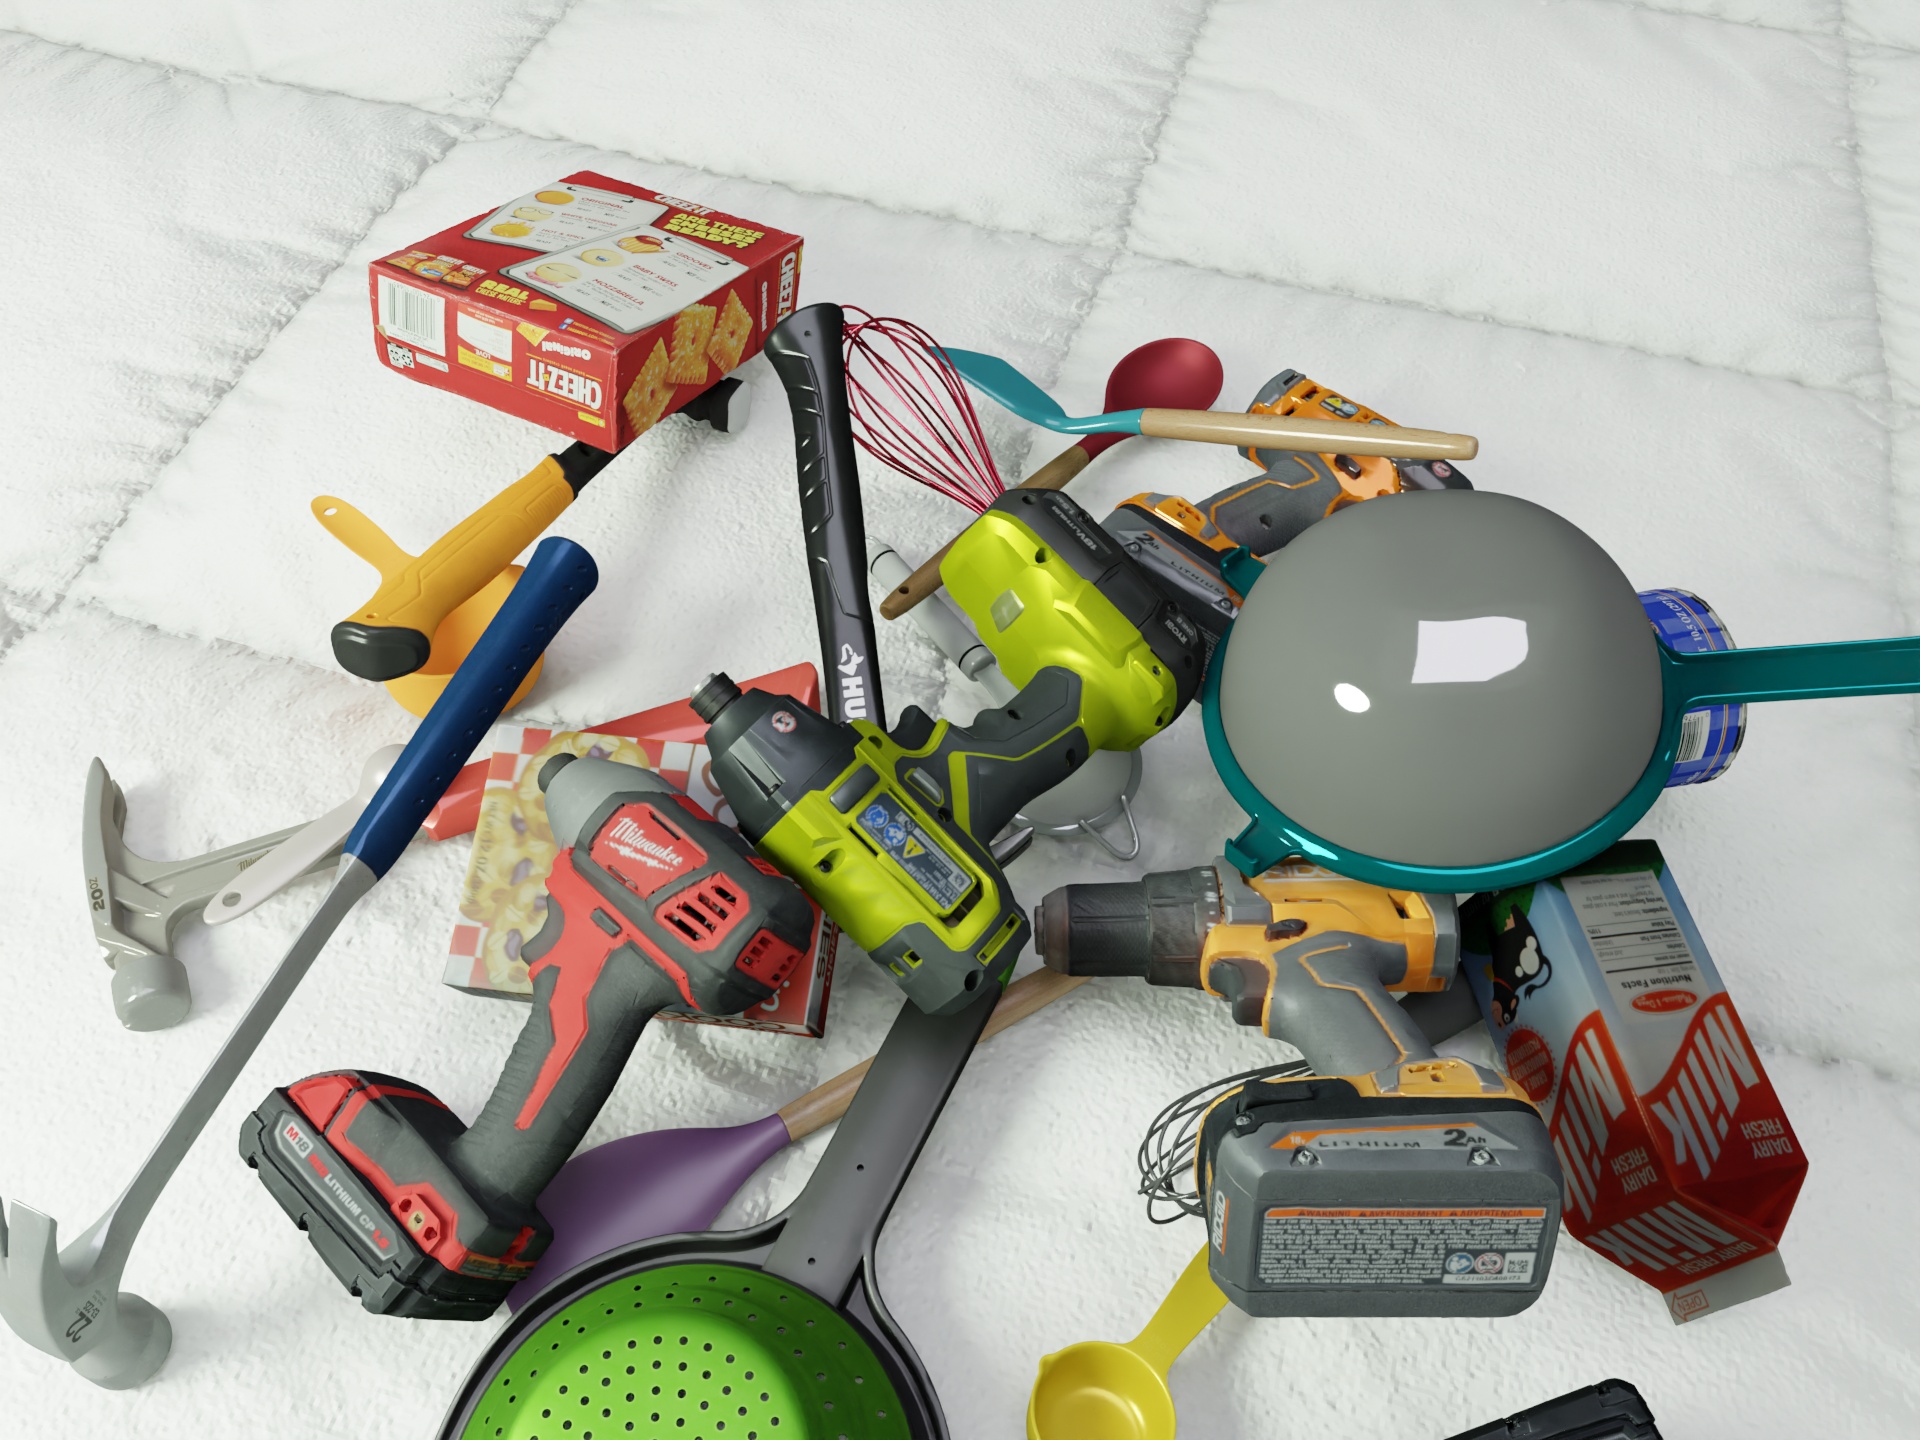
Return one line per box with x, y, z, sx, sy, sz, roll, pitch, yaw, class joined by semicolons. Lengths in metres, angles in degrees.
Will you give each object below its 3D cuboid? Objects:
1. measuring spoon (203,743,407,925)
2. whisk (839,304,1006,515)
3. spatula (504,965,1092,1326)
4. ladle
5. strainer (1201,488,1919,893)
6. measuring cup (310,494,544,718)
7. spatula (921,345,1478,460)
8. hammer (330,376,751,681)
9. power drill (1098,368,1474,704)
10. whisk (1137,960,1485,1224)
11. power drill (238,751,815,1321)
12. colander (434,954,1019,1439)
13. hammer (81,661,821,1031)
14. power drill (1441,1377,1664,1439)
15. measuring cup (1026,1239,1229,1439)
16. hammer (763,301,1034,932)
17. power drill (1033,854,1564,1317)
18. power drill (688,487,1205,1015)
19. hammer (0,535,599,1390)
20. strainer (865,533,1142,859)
-0.302;0.051;0.745;0.034;0.018;0.124;34;60;23;measuring spoon
0.012;-0.124;0.860;0.073;0.073;0.296;-30;66;-23;whisk
-0.057;0.167;0.707;0.316;0.018;0.060;-24;59;-19;spatula
0.056;-0.144;0.934;0.069;0.031;0.315;31;52;23;ladle
0.272;-0.039;0.687;0.340;0.095;0.211;-3;50;13;strainer
-0.295;-0.063;0.859;0.174;0.052;0.095;37;59;26;measuring cup
0.126;-0.173;0.874;0.318;0.044;0.082;12;13;31;spatula
-0.237;-0.124;0.868;0.127;0.034;0.337;16;38;10;hammer
0.189;-0.102;0.891;0.164;0.084;0.226;35;54;23;power drill
0.174;0.156;0.710;0.239;0.055;0.055;-24;56;-25;whisk
-0.176;0.120;0.650;0.143;0.078;0.220;36;83;26;power drill
-0.067;0.214;0.605;0.204;0.094;0.397;22;58;14;colander
-0.243;0.030;0.797;0.359;0.036;0.149;-18;55;-15;hammer
0.206;0.362;0.529;0.188;0.080;0.227;-14;57;-12;power drill
0.084;0.252;0.647;0.062;0.029;0.156;35;47;23;measuring cup
-0.054;-0.062;0.807;0.146;0.035;0.335;-7;72;-3;hammer
0.125;0.128;0.641;0.185;0.084;0.226;0;27;1;power drill
-0.001;-0.002;0.713;0.171;0.080;0.223;45;53;-1;power drill
-0.265;0.070;0.684;0.035;0.144;0.406;19;56;8;hammer
0.013;-0.026;0.850;0.087;0.050;0.259;-30;55;-17;strainer
